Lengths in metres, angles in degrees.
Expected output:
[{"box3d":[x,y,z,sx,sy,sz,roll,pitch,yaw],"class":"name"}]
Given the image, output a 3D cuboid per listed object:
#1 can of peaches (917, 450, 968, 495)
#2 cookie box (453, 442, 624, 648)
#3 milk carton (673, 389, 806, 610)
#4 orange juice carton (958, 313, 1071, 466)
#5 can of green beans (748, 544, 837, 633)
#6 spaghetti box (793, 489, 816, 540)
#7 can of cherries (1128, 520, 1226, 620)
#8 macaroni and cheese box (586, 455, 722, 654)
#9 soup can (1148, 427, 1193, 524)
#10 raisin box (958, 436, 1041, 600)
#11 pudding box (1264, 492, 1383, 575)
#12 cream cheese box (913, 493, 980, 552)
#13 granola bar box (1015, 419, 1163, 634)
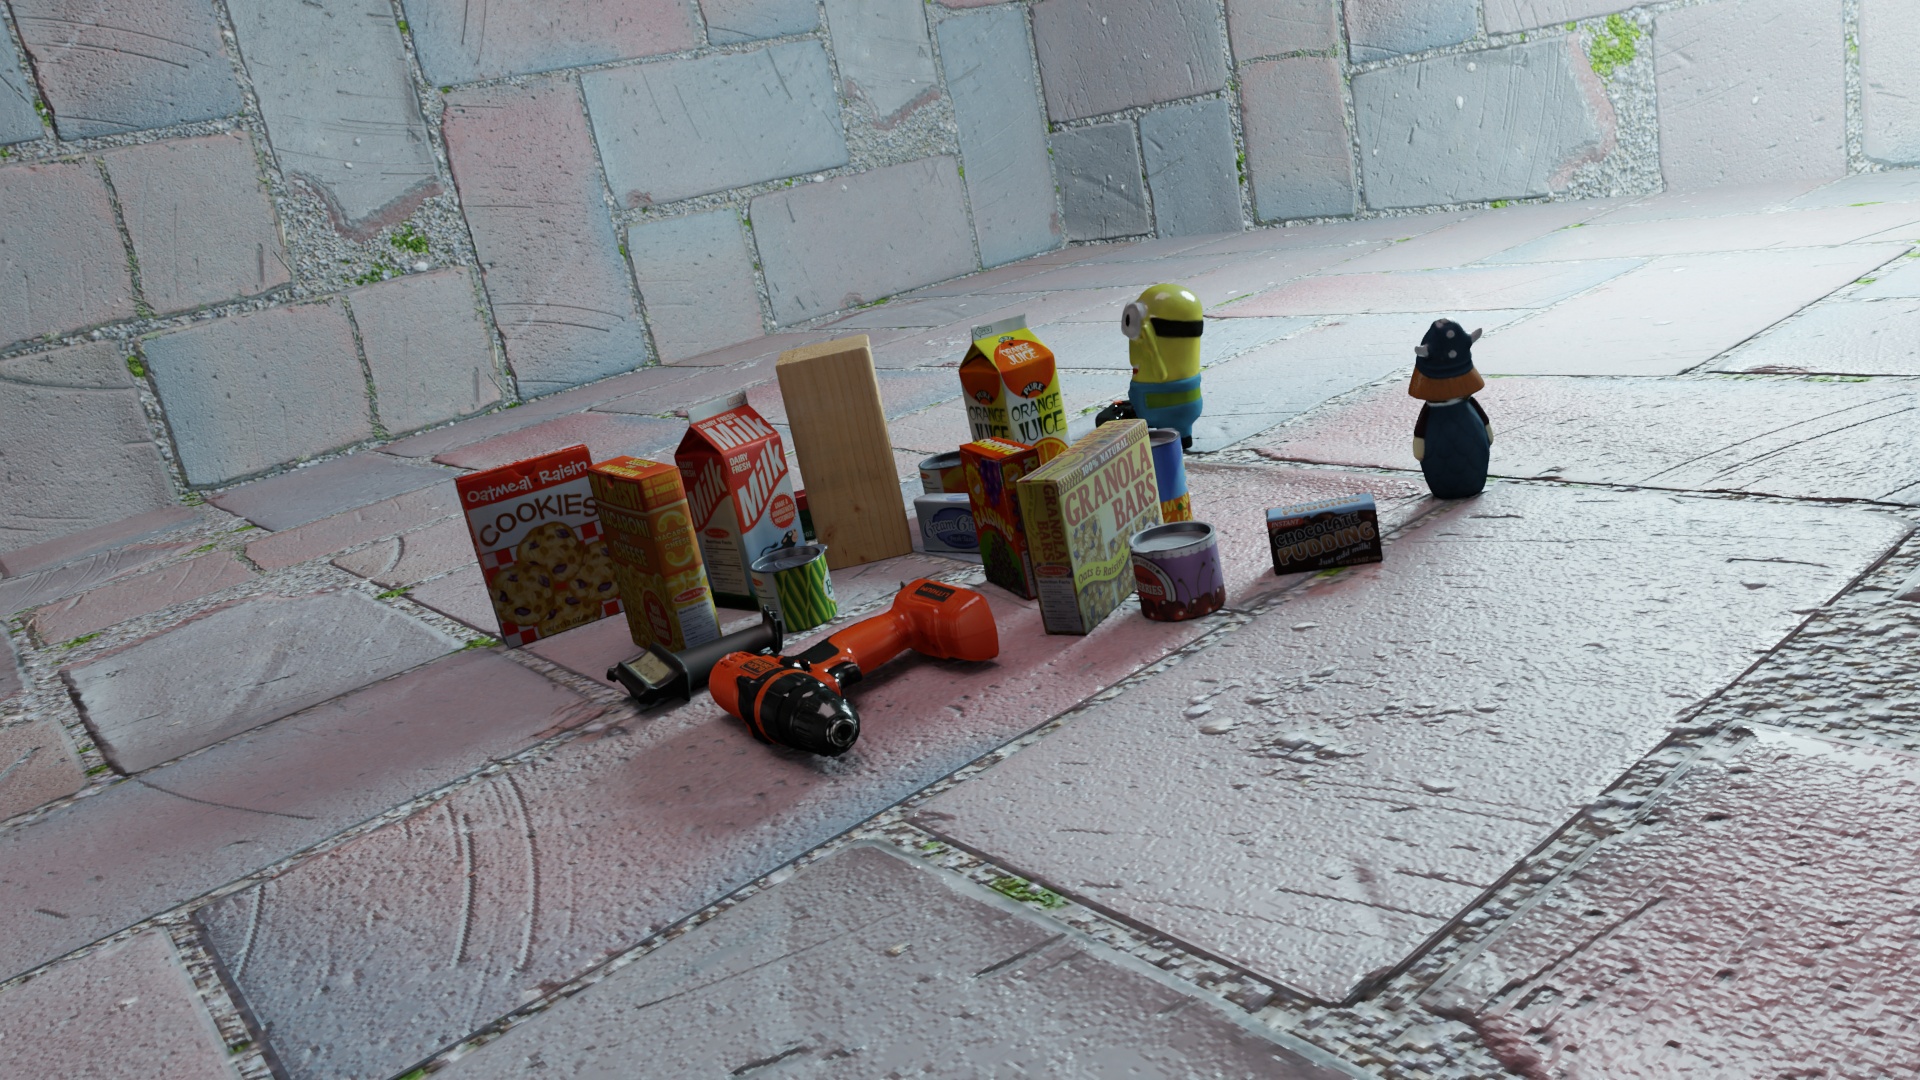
[{"box3d":[-0.004,-0.058,1.444,0.071,0.058,0.071,-11,16,3],"class":"can of peaches"},{"box3d":[-0.394,0.003,1.317,0.123,0.167,0.040,-19,17,-24],"class":"cookie box"},{"box3d":[-0.202,-0.038,1.277,0.073,0.190,0.073,2,21,41],"class":"milk carton"},{"box3d":[0.056,-0.126,1.391,0.072,0.192,0.073,-22,18,-31],"class":"orange juice carton"},{"box3d":[-0.144,0.042,1.205,0.071,0.057,0.071,-11,16,3],"class":"can of green beans"},{"box3d":[-0.217,-0.014,1.459,0.250,0.050,0.029,-14,16,-8],"class":"spaghetti box"},{"box3d":[0.162,0.023,1.049,0.071,0.058,0.072,-11,16,3],"class":"can of cherries"},{"box3d":[-0.260,0.016,1.178,0.040,0.166,0.123,-22,18,-31],"class":"macaroni and cheese box"},{"box3d":[0.173,-0.052,1.252,0.071,0.083,0.071,-11,16,3],"class":"soup can"},{"box3d":[0.042,-0.020,1.166,0.040,0.123,0.086,-18,17,-19],"class":"raisin box"},{"box3d":[0.282,-0.005,1.077,0.084,0.049,0.030,-8,16,12],"class":"pudding box"},{"box3d":[0.005,-0.016,1.305,0.104,0.053,0.024,2,21,40],"class":"cream cheese box"},{"box3d":[0.107,-0.014,1.097,0.039,0.124,0.166,-2,19,32],"class":"granola bar box"}]
